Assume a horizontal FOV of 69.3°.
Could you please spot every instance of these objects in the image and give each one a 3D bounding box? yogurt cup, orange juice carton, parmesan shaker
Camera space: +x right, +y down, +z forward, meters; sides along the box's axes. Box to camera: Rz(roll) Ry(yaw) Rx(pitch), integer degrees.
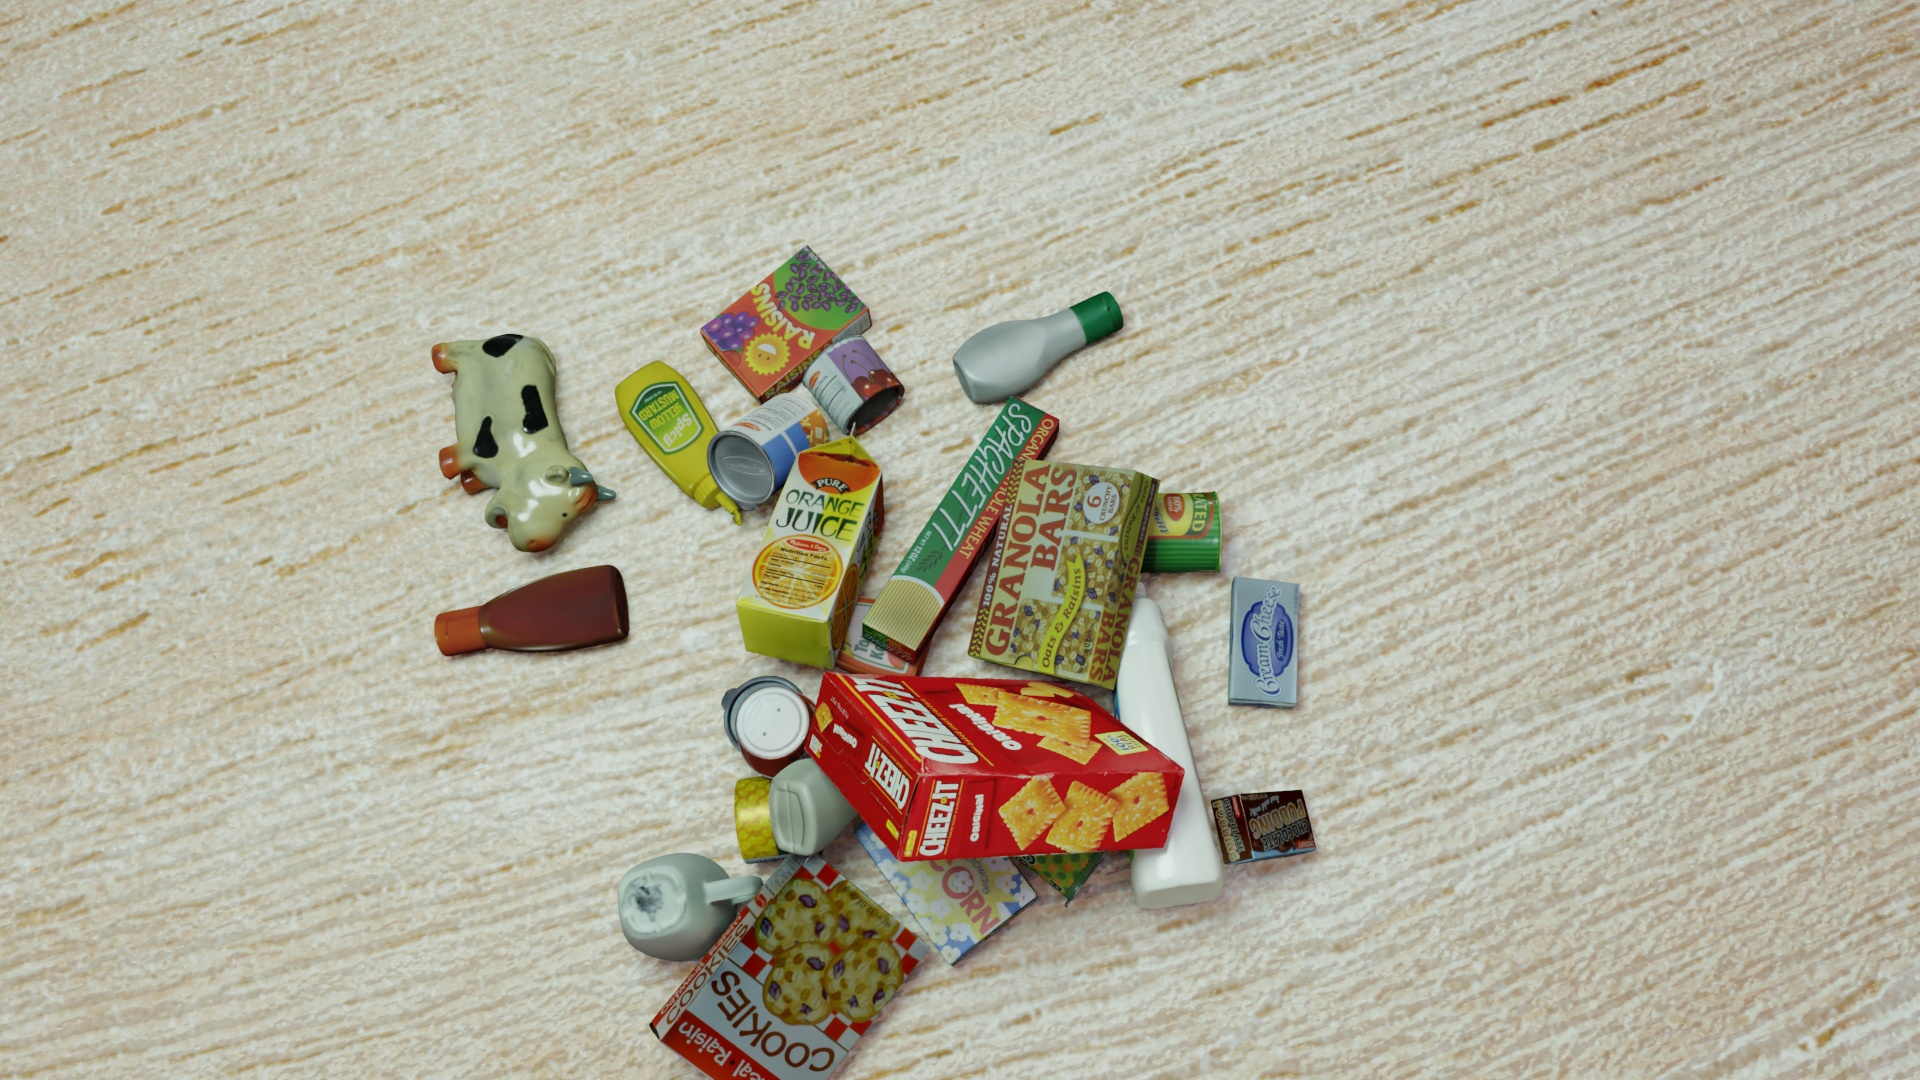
[{"bbox_3d":[-0.136,0.140,1.032,0.072,0.053,0.072,-1,71,2],"label":"yogurt cup"},{"bbox_3d":[-0.109,-0.001,1.099,0.073,0.071,0.194,12,54,8],"label":"orange juice carton"},{"bbox_3d":[0.155,-0.004,1.124,0.103,0.071,0.071,-1,73,1],"label":"parmesan shaker"}]

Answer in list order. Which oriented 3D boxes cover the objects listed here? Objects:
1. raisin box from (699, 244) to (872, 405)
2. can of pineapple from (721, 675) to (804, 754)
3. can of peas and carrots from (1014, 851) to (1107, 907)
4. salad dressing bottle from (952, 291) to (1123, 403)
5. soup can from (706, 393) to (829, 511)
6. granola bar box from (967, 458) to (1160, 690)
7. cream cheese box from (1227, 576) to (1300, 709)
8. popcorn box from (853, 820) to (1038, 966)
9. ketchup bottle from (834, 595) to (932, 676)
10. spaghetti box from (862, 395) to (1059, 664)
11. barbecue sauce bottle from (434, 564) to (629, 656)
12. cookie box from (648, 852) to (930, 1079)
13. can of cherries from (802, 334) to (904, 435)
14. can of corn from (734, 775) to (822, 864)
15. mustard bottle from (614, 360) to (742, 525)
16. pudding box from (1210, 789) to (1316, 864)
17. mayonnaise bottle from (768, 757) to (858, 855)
[{"bbox_3d":[-0.151,-0.184,1.205,0.123,0.040,0.086,-40,77,-10],"label":"raisin box"},{"bbox_3d":[-0.149,0.143,1.091,0.071,0.057,0.071,0,72,1],"label":"can of pineapple"},{"bbox_3d":[0.079,0.231,1.053,0.059,0.070,0.071,37,77,12],"label":"can of peas and carrots"},{"bbox_3d":[0.068,-0.168,1.192,0.148,0.044,0.064,-25,70,-7],"label":"salad dressing bottle"},{"bbox_3d":[-0.157,-0.073,1.140,0.071,0.071,0.084,33,39,11],"label":"soup can"},{"bbox_3d":[0.078,0.023,1.079,0.124,0.039,0.165,8,82,43],"label":"granola bar box"},{"bbox_3d":[0.244,0.082,1.117,0.053,0.024,0.104,5,73,3],"label":"cream cheese box"},{"bbox_3d":[-0.012,0.248,1.064,0.085,0.038,0.127,-36,75,-10],"label":"popcorn box"},{"bbox_3d":[-0.099,0.071,1.120,0.149,0.043,0.065,16,69,7],"label":"ketchup bottle"},{"bbox_3d":[0.004,-0.014,1.128,0.050,0.028,0.251,27,64,11],"label":"spaghetti box"},{"bbox_3d":[-0.348,0.063,1.130,0.149,0.043,0.065,-11,72,-1],"label":"barbecue sauce bottle"},{"bbox_3d":[-0.123,0.325,1.016,0.123,0.040,0.168,44,77,-17],"label":"cookie box"},{"bbox_3d":[-0.088,-0.131,1.173,0.071,0.071,0.058,-37,75,-9],"label":"can of cherries"},{"bbox_3d":[-0.139,0.209,1.065,0.058,0.071,0.071,-8,73,0],"label":"can of corn"},{"bbox_3d":[-0.227,-0.077,1.167,0.065,0.048,0.160,-37,75,-8],"label":"mustard bottle"},{"bbox_3d":[0.229,0.216,1.049,0.084,0.030,0.050,6,67,-42],"label":"pudding box"},{"bbox_3d":[-0.085,0.178,1.039,0.041,0.149,0.064,4,106,28],"label":"mayonnaise bottle"}]
